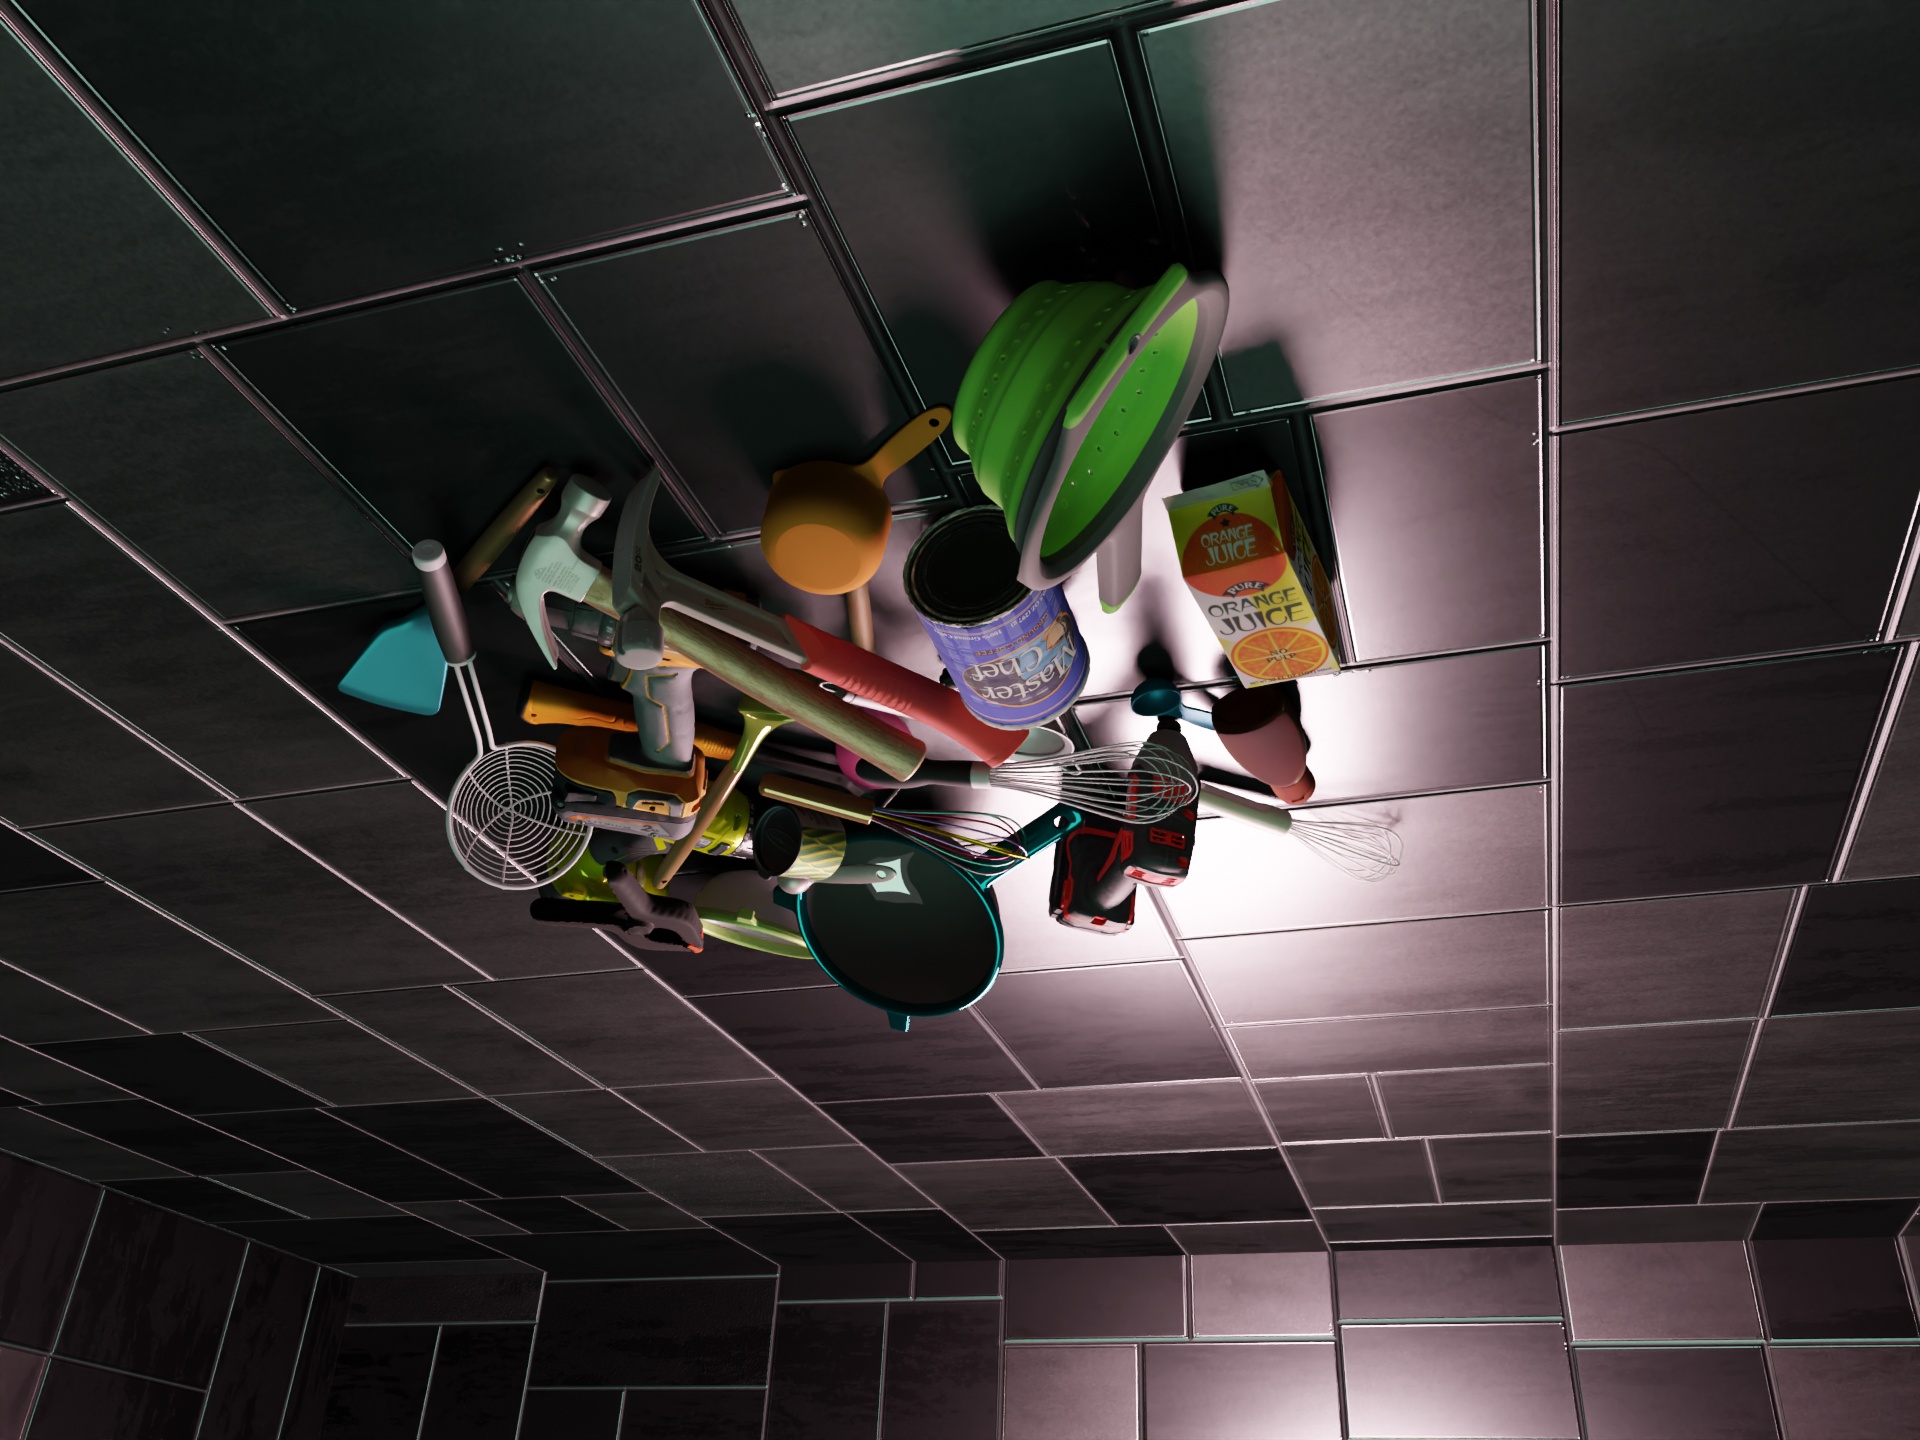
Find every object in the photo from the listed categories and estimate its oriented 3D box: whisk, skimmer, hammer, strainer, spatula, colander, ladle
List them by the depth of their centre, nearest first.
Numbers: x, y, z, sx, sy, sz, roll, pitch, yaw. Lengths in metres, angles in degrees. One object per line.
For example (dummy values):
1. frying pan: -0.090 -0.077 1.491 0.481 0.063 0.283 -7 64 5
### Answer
1. colander: 0.069 -0.162 0.994 0.094 0.204 0.396 34 170 14
2. hammer: -0.091 -0.051 1.156 0.358 0.149 0.036 23 141 -36
3. hammer: -0.170 -0.042 1.163 0.331 0.031 0.130 30 110 -21
4. spatula: -0.374 -0.096 1.192 0.082 0.044 0.317 19 145 -32
5. skimmer: -0.366 0.004 1.248 0.127 0.090 0.363 -32 153 -24
6. whisk: 0.049 0.046 1.282 0.284 0.070 0.070 2 150 17
7. strainer: -0.002 -0.004 1.285 0.258 0.050 0.087 14 158 -34
8. ladle: -0.197 0.063 1.346 0.078 0.062 0.320 7 139 -32
9. hammer: -0.211 0.017 1.373 0.336 0.034 0.127 15 148 -18
10. whisk: -0.055 0.085 1.383 0.245 0.047 0.051 16 117 -4
11. whisk: 0.304 0.097 1.458 0.246 0.058 0.059 19 111 -20
12. strainer: -0.003 0.144 1.504 0.340 0.095 0.211 -36 101 31
13. strainer: -0.167 0.208 1.648 0.256 0.069 0.151 26 160 -38

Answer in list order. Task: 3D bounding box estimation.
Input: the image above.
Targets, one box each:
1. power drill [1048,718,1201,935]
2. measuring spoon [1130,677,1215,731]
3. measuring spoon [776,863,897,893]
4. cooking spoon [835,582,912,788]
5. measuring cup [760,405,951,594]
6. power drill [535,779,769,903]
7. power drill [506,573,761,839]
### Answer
1. power drill: 0.148 0.097 1.385 0.078 0.143 0.219 13 154 -9
2. measuring spoon: 0.190 -0.012 1.314 0.128 0.021 0.042 17 141 -38
3. measuring spoon: -0.118 0.147 1.480 0.124 0.018 0.034 -5 116 22
4. cooking spoon: -0.074 -0.037 1.254 0.069 0.017 0.318 0 142 2
5. measuring cup: -0.066 -0.146 1.063 0.095 0.052 0.173 34 134 -25
6. power drill: -0.280 0.122 1.515 0.190 0.080 0.228 22 142 -36
7. power drill: -0.266 -0.020 1.235 0.185 0.084 0.226 11 128 -14
